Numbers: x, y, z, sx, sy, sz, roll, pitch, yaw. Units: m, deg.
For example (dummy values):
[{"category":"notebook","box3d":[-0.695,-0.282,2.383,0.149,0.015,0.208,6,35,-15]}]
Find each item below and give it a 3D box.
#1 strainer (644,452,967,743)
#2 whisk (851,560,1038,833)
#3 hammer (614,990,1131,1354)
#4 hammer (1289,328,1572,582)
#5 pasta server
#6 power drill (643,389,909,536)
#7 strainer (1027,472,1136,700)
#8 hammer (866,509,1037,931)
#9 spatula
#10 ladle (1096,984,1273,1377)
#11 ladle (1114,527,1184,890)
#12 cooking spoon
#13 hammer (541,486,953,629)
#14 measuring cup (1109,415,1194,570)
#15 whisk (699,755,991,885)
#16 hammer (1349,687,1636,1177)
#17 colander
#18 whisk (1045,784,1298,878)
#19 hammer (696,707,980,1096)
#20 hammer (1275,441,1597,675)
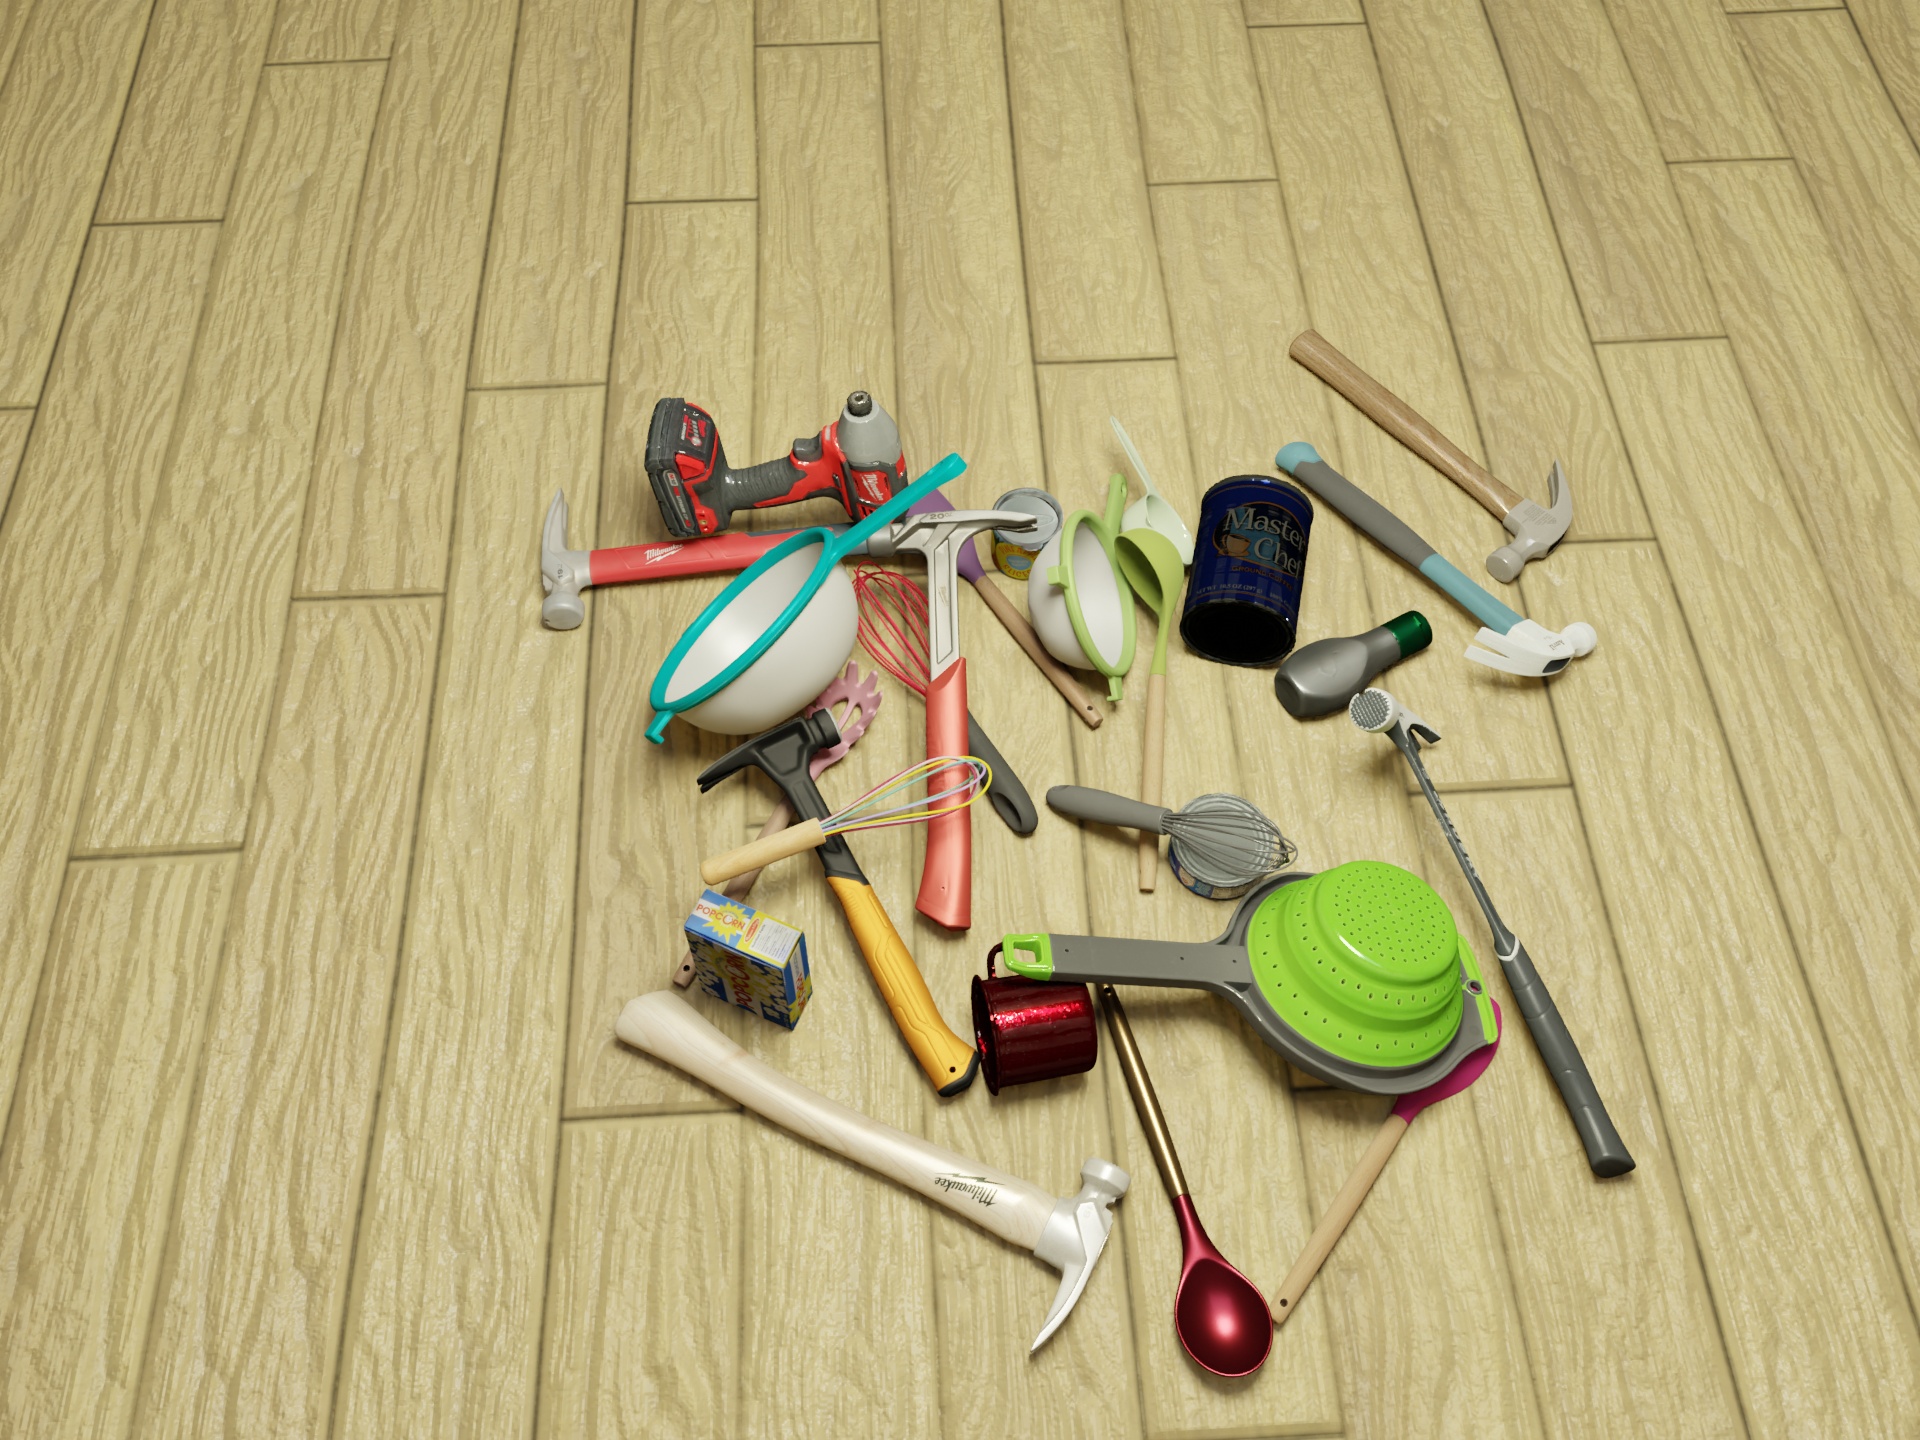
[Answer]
[{"category":"strainer","box3d":[-0.108,-0.093,1.328,0.340,0.095,0.211,-34,24,20]},{"category":"whisk","box3d":[-0.015,-0.023,1.391,0.073,0.073,0.296,-28,69,-15]},{"category":"hammer","box3d":[-0.086,0.322,1.208,0.411,0.038,0.146,23,65,13]},{"category":"hammer","box3d":[0.451,-0.276,1.544,0.130,0.031,0.331,-36,66,-18]},{"category":"pasta server","box3d":[-0.156,0.085,1.340,0.060,0.040,0.316,26,65,9]},{"category":"power drill","box3d":[-0.159,-0.230,1.405,0.219,0.143,0.079,-1,56,5]},{"category":"strainer","box3d":[0.108,-0.141,1.442,0.069,0.151,0.257,-13,37,24]},{"category":"hammer","box3d":[-0.002,-0.004,1.337,0.149,0.036,0.359,-3,75,4]},{"category":"spatula","box3d":[0.031,-0.110,1.459,0.060,0.018,0.316,-31,64,-15]},{"category":"ladle","box3d":[0.157,0.336,1.205,0.069,0.031,0.316,-14,60,-8]},{"category":"ladle","box3d":[0.156,-0.013,1.365,0.062,0.078,0.320,5,74,-1]},{"category":"cooking spoon","box3d":[0.323,0.325,1.215,0.069,0.017,0.319,34,65,17]},{"category":"hammer","box3d":[-0.193,-0.171,1.475,0.386,0.038,0.143,-6,59,-1]},{"category":"measuring cup","box3d":[0.163,-0.207,1.477,0.038,0.083,0.168,-34,68,29]},{"category":"whisk","box3d":[-0.090,0.081,1.269,0.245,0.051,0.047,-21,76,-6]},{"category":"hammer","box3d":[0.426,0.164,1.266,0.036,0.149,0.409,-30,69,24]},{"category":"colander","box3d":[0.233,0.169,1.207,0.397,0.094,0.205,5,46,-11]},{"category":"whisk","box3d":[0.164,0.085,1.289,0.239,0.055,0.055,12,57,40]},{"category":"hammer","box3d":[-0.087,0.152,1.282,0.127,0.034,0.337,-26,70,-12]},{"category":"hammer","box3d":[0.421,-0.154,1.461,0.128,0.033,0.331,-21,55,-39]}]
